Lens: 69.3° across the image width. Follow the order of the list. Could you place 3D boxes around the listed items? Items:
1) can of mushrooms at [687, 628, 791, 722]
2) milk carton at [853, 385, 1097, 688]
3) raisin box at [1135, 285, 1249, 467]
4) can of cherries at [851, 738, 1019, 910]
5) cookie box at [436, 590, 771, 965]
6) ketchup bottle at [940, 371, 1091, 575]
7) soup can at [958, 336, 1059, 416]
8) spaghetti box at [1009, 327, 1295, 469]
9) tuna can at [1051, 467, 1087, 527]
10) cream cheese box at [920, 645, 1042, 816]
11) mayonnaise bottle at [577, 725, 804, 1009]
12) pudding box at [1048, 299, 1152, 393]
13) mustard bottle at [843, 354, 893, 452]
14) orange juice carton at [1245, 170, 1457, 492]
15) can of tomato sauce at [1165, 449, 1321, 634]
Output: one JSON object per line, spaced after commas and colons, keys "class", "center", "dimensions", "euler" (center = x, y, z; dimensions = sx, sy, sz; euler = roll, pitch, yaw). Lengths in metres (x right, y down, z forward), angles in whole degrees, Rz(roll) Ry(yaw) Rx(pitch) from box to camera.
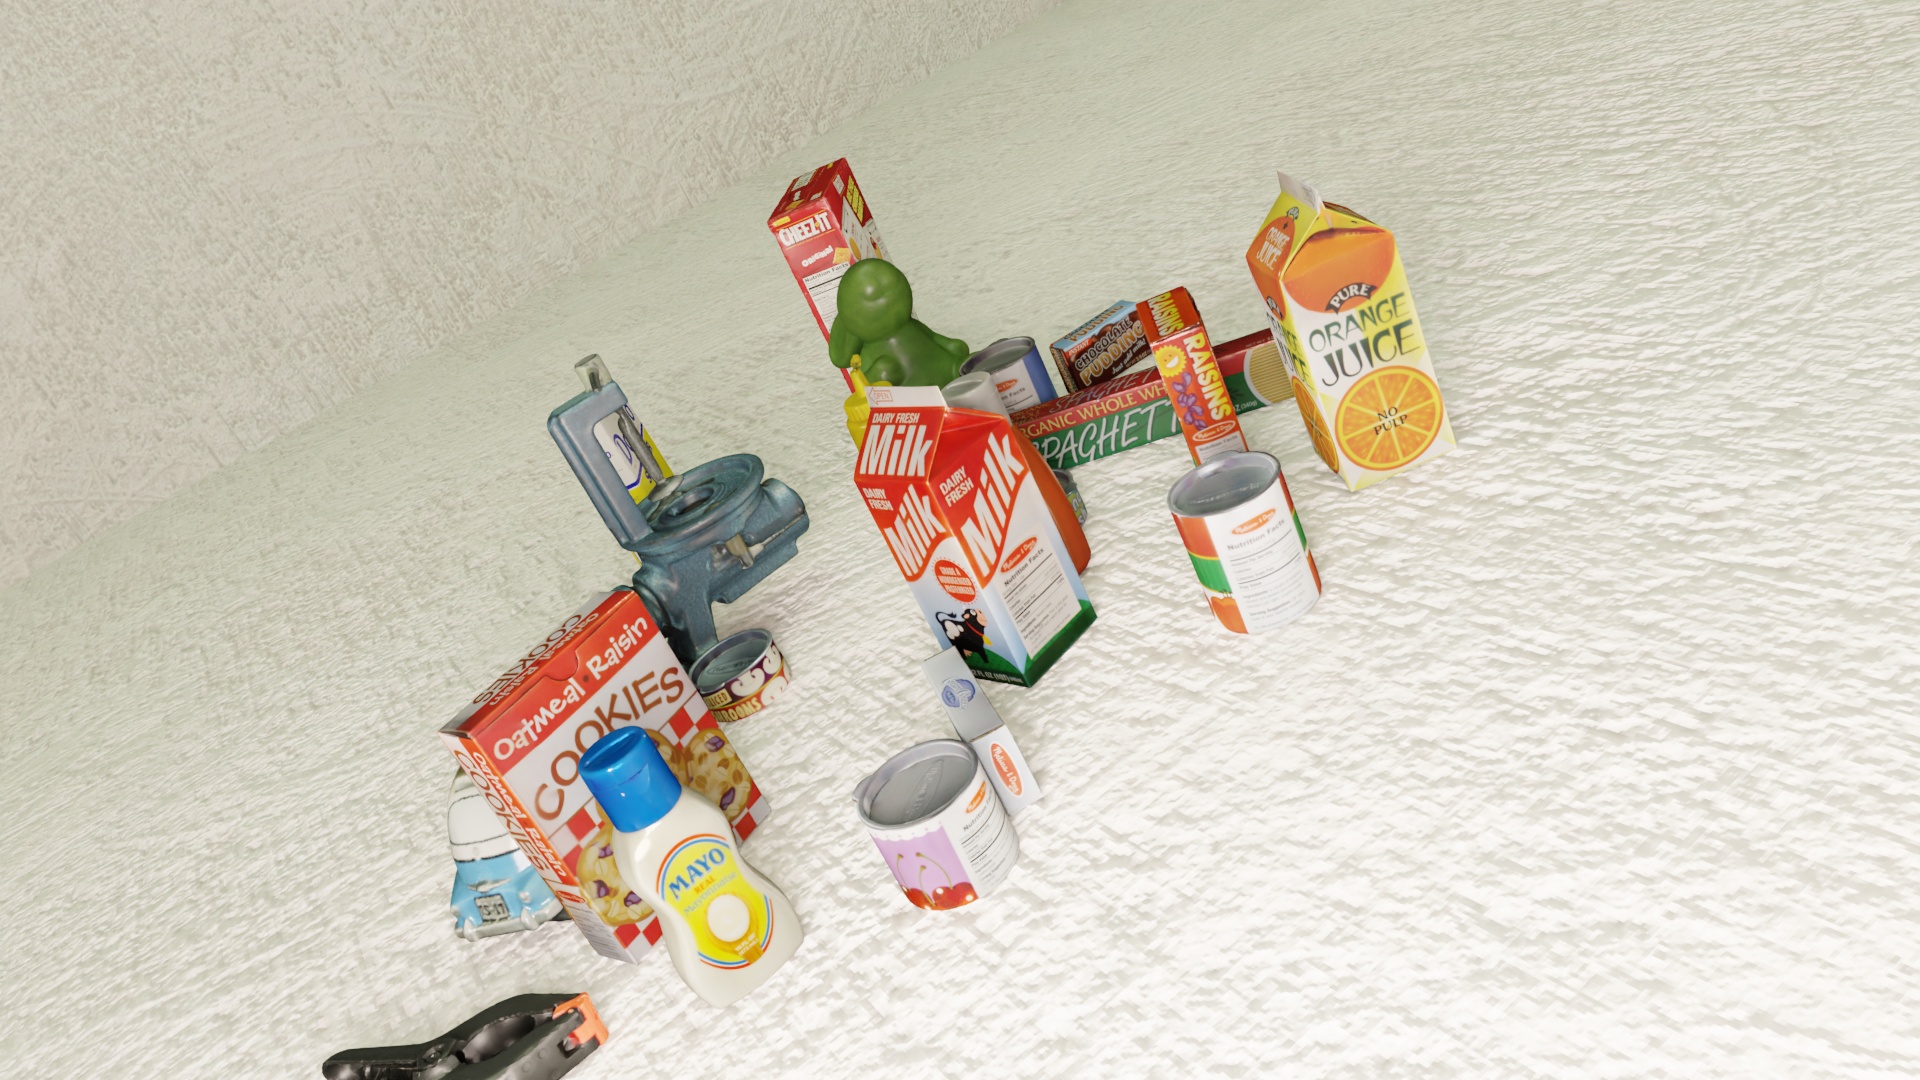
{"class": "can of mushrooms", "center": [-0.154, 0.095, 0.963], "dimensions": [0.071, 0.033, 0.071], "euler": [-21, 25, 10]}
{"class": "milk carton", "center": [0.003, -0.010, 0.833], "dimensions": [0.072, 0.190, 0.074], "euler": [5, 39, 49]}
{"class": "raisin box", "center": [0.161, -0.101, 0.942], "dimensions": [0.040, 0.123, 0.086], "euler": [-21, 25, 11]}
{"class": "can of cherries", "center": [-0.013, 0.144, 0.703], "dimensions": [0.071, 0.058, 0.072], "euler": [-21, 25, 10]}
{"class": "cookie box", "center": [-0.190, 0.129, 0.770], "dimensions": [0.040, 0.167, 0.123], "euler": [-3, 33, 41]}
{"class": "ketchup bottle", "center": [0.032, -0.039, 0.912], "dimensions": [0.064, 0.148, 0.044], "euler": [-8, 30, 34]}
{"class": "soup can", "center": [0.045, -0.114, 1.125], "dimensions": [0.071, 0.083, 0.071], "euler": [-21, 25, 10]}
{"class": "spaghetti box", "center": [0.148, -0.104, 1.046], "dimensions": [0.250, 0.050, 0.029], "euler": [-17, 26, 18]}
{"class": "tuna can", "center": [0.057, -0.021, 0.991], "dimensions": [0.071, 0.032, 0.071], "euler": [-21, 25, 10]}
{"class": "cream cheese box", "center": [0.010, 0.103, 0.767], "dimensions": [0.024, 0.053, 0.104], "euler": [-28, 25, -5]}
{"class": "mayonnaise bottle", "center": [-0.136, 0.159, 0.683], "dimensions": [0.065, 0.147, 0.041], "euler": [-37, 26, -22]}
{"class": "pudding box", "center": [0.122, -0.166, 1.194], "dimensions": [0.084, 0.049, 0.030], "euler": [-33, 25, -16]}
{"class": "mustard bottle", "center": [-0.049, -0.066, 1.029], "dimensions": [0.049, 0.159, 0.065], "euler": [-31, 25, -11]}
{"class": "orange juice carton", "center": [0.235, -0.135, 0.855], "dimensions": [0.073, 0.192, 0.072], "euler": [-24, 24, 5]}
{"class": "can of tomato sauce", "center": [0.161, 0.000, 0.790], "dimensions": [0.071, 0.082, 0.071], "euler": [-21, 25, 10]}
